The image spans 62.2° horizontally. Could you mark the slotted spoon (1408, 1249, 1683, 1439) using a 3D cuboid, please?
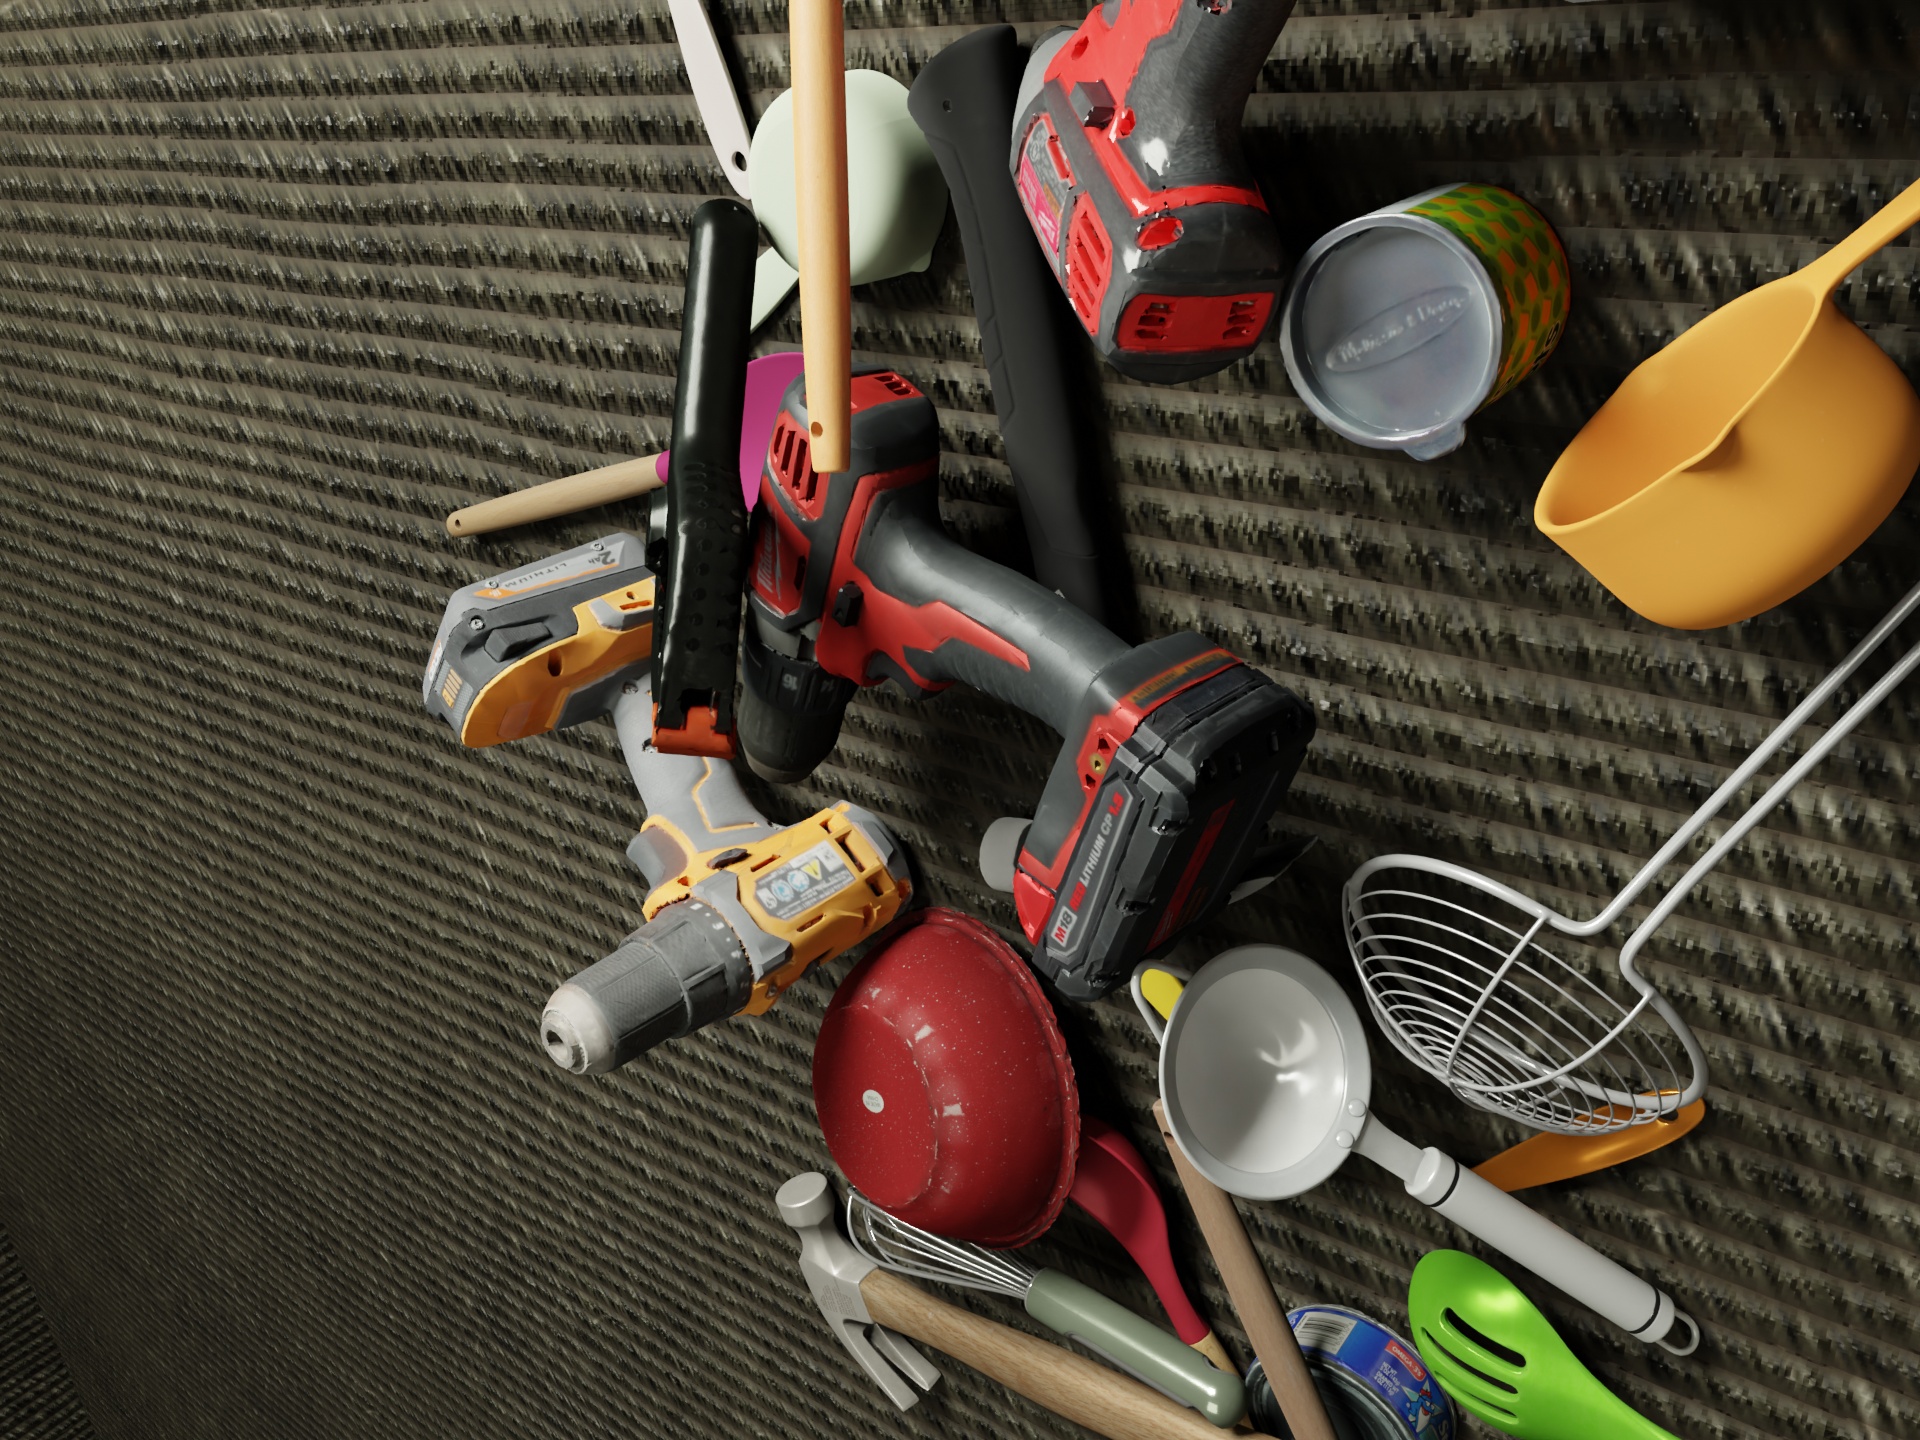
[{"bbox_3d":[0.284,0.271,0.536,0.314,0.031,0.070,19,119,44],"label":"slotted spoon"}]

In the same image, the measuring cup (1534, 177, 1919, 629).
[{"bbox_3d":[0.230,-0.092,0.398,0.052,0.095,0.173,43,115,-8],"label":"measuring cup"}]

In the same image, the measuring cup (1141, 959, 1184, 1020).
[{"bbox_3d":[0.096,0.110,0.632,0.156,0.029,0.062,49,139,-3],"label":"measuring cup"}]

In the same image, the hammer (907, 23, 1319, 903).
[{"bbox_3d":[0.041,-0.077,0.588,0.146,0.035,0.334,4,115,40],"label":"hammer"}]

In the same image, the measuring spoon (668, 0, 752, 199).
[{"bbox_3d":[-0.098,-0.268,0.622,0.034,0.018,0.124,6,123,39],"label":"measuring spoon"}]

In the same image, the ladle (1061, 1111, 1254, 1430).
[{"bbox_3d":[0.122,0.307,0.736,0.069,0.031,0.315,-23,99,55],"label":"ladle"}]

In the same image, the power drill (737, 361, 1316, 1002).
[{"bbox_3d":[-0.001,-0.002,0.588,0.227,0.080,0.187,41,135,25],"label":"power drill"}]

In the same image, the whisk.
[{"bbox_3d":[0.032,0.269,0.758,0.246,0.059,0.057,16,161,43],"label":"whisk"}]

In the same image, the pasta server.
[{"bbox_3d":[0.152,0.295,0.655,0.060,0.040,0.316,-21,94,46],"label":"pasta server"}]

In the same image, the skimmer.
[{"bbox_3d":[0.241,-0.005,0.458,0.127,0.090,0.363,37,122,10],"label":"skimmer"}]

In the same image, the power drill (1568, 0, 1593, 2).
[{"bbox_3d":[0.185,-0.274,0.327,0.171,0.080,0.223,15,119,41],"label":"power drill"}]

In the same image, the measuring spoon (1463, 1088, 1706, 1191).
[{"bbox_3d":[0.220,0.156,0.580,0.021,0.011,0.117,54,132,4],"label":"measuring spoon"}]

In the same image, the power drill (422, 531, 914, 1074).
[{"bbox_3d":[-0.151,0.038,0.715,0.226,0.185,0.084,51,137,11],"label":"power drill"}]

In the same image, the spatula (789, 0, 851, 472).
[{"bbox_3d":[-0.040,-0.243,0.508,0.081,0.041,0.322,8,105,38],"label":"spatula"}]

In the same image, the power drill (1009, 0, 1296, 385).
[{"bbox_3d":[0.063,-0.217,0.426,0.219,0.078,0.143,105,154,-50],"label":"power drill"}]

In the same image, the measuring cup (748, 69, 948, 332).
[{"bbox_3d":[-0.073,-0.184,0.624,0.167,0.038,0.083,-31,91,44],"label":"measuring cup"}]

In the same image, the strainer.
[{"bbox_3d":[0.159,0.159,0.564,0.258,0.087,0.050,33,159,-6],"label":"strainer"}]

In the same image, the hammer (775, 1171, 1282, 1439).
[{"bbox_3d":[0.029,0.323,0.798,0.331,0.031,0.130,2,117,48],"label":"hammer"}]

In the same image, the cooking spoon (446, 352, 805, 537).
[{"bbox_3d":[-0.153,-0.114,0.747,0.319,0.017,0.068,-5,109,42],"label":"cooking spoon"}]
